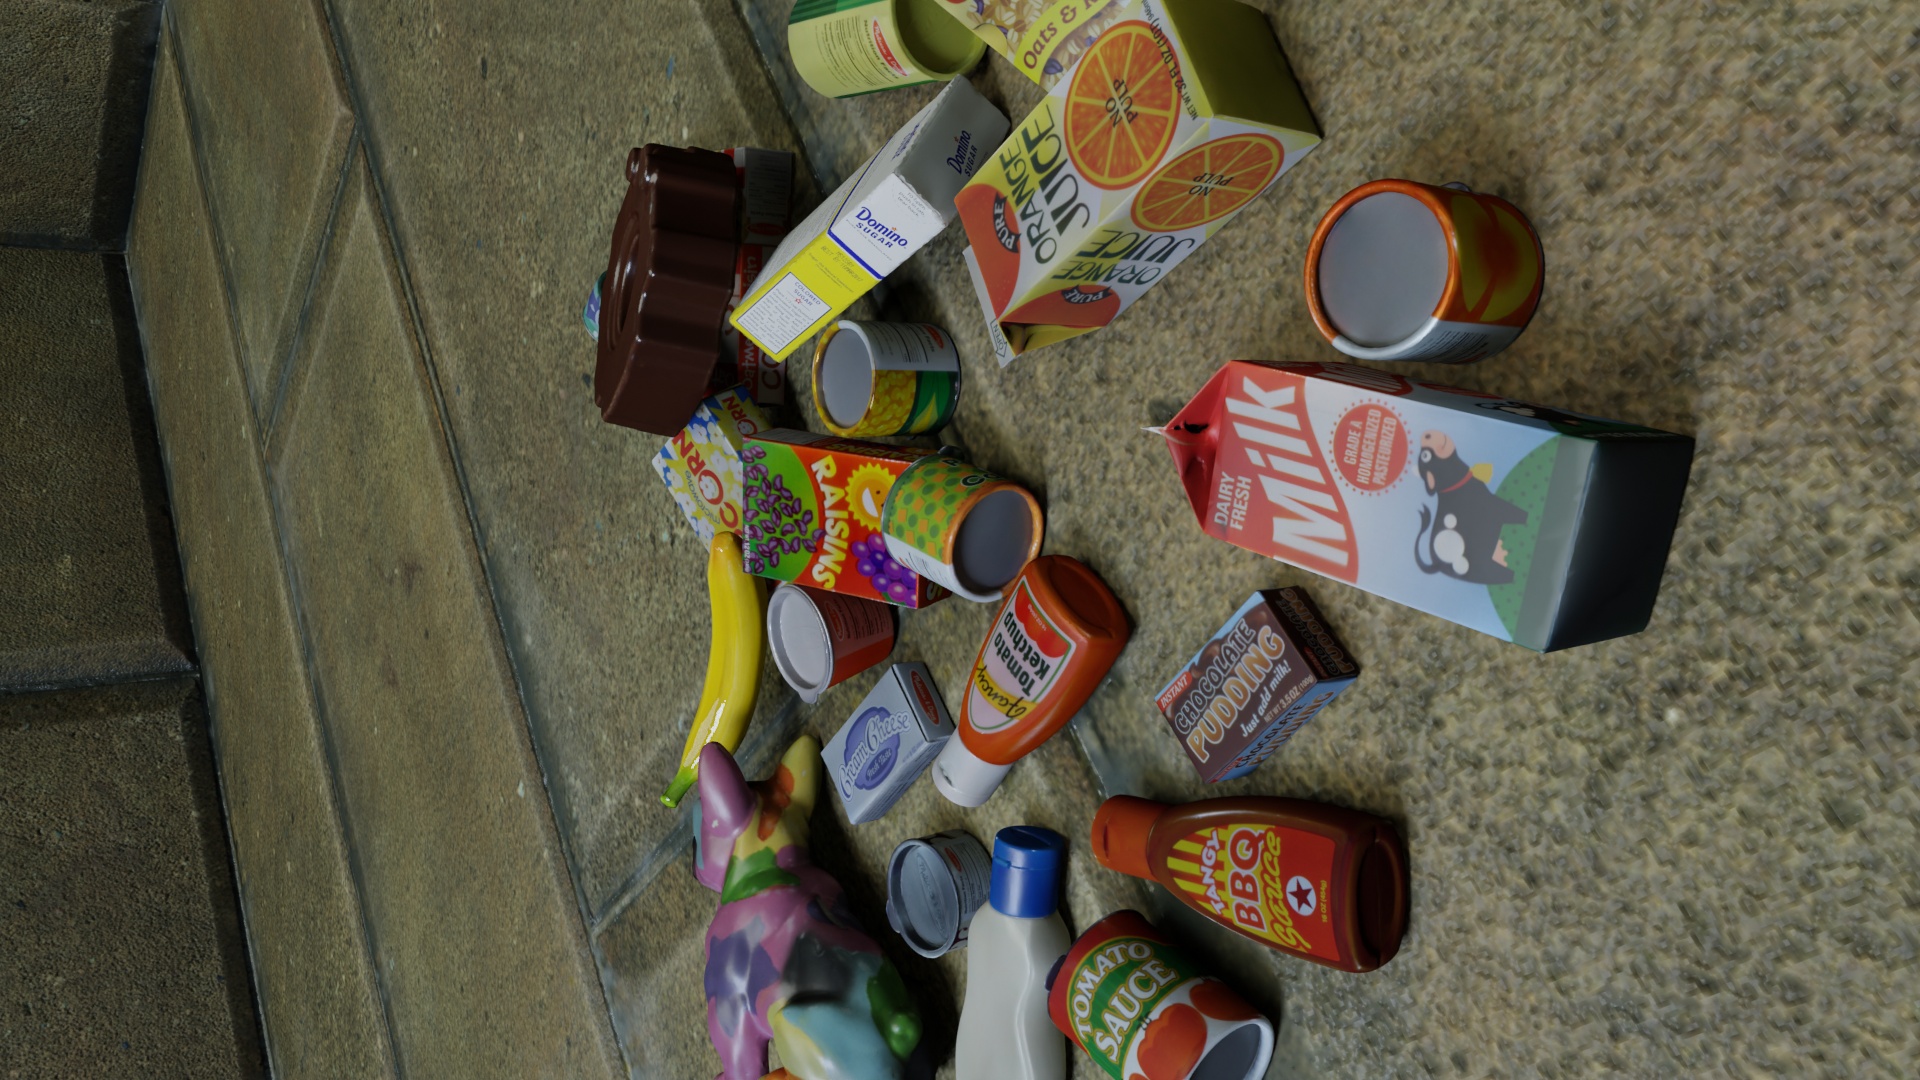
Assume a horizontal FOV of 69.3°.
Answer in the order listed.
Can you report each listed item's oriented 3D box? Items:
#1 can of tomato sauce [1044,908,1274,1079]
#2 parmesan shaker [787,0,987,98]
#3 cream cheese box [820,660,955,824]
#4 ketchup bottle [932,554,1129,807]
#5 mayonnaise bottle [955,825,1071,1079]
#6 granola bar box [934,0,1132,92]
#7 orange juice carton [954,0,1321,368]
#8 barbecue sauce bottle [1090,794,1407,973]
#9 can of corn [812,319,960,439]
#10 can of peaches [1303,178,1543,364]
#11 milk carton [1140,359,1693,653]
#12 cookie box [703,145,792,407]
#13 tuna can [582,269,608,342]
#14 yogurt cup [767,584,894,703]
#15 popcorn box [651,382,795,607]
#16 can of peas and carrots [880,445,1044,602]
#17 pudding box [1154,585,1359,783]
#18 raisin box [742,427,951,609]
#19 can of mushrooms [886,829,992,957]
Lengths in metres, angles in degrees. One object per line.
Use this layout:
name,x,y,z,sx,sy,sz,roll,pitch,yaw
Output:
can of tomato sauce,0.090,0.220,0.636,0.083,0.071,0.071,31,117,45
parmesan shaker,-0.042,-0.284,0.762,0.103,0.071,0.071,14,104,51
cream cheese box,-0.045,0.123,0.832,0.103,0.024,0.053,-52,54,40
ketchup bottle,0.031,0.079,0.720,0.065,0.043,0.148,55,132,33
mayonnaise bottle,0.031,0.227,0.735,0.065,0.041,0.147,14,103,48
granola bar box,0.058,-0.291,0.616,0.124,0.039,0.164,40,129,5
orange juice carton,0.063,-0.158,0.638,0.192,0.073,0.072,-38,64,46
barbecue sauce bottle,0.121,0.141,0.612,0.148,0.044,0.065,1,95,52
can of corn,-0.044,-0.089,0.787,0.071,0.058,0.071,6,98,51
can of peaches,0.171,-0.102,0.519,0.071,0.058,0.071,7,99,51
milk carton,0.160,-0.025,0.528,0.191,0.072,0.073,24,112,48
cookie box,-0.165,-0.178,0.946,0.123,0.040,0.167,13,103,50
tuna can,-0.240,-0.169,1.021,0.032,0.071,0.071,-51,55,39
yogurt cup,-0.077,0.054,0.837,0.072,0.054,0.072,23,120,47
popcorn box,-0.138,-0.025,0.896,0.127,0.038,0.085,57,137,5
can of peas and carrots,0.003,-0.009,0.731,0.059,0.071,0.070,25,112,47
pudding box,0.128,0.063,0.609,0.083,0.030,0.050,-54,52,38
raisin box,-0.066,-0.014,0.801,0.123,0.040,0.086,10,106,28
can of mushrooms,-0.011,0.200,0.789,0.071,0.033,0.071,7,98,50
